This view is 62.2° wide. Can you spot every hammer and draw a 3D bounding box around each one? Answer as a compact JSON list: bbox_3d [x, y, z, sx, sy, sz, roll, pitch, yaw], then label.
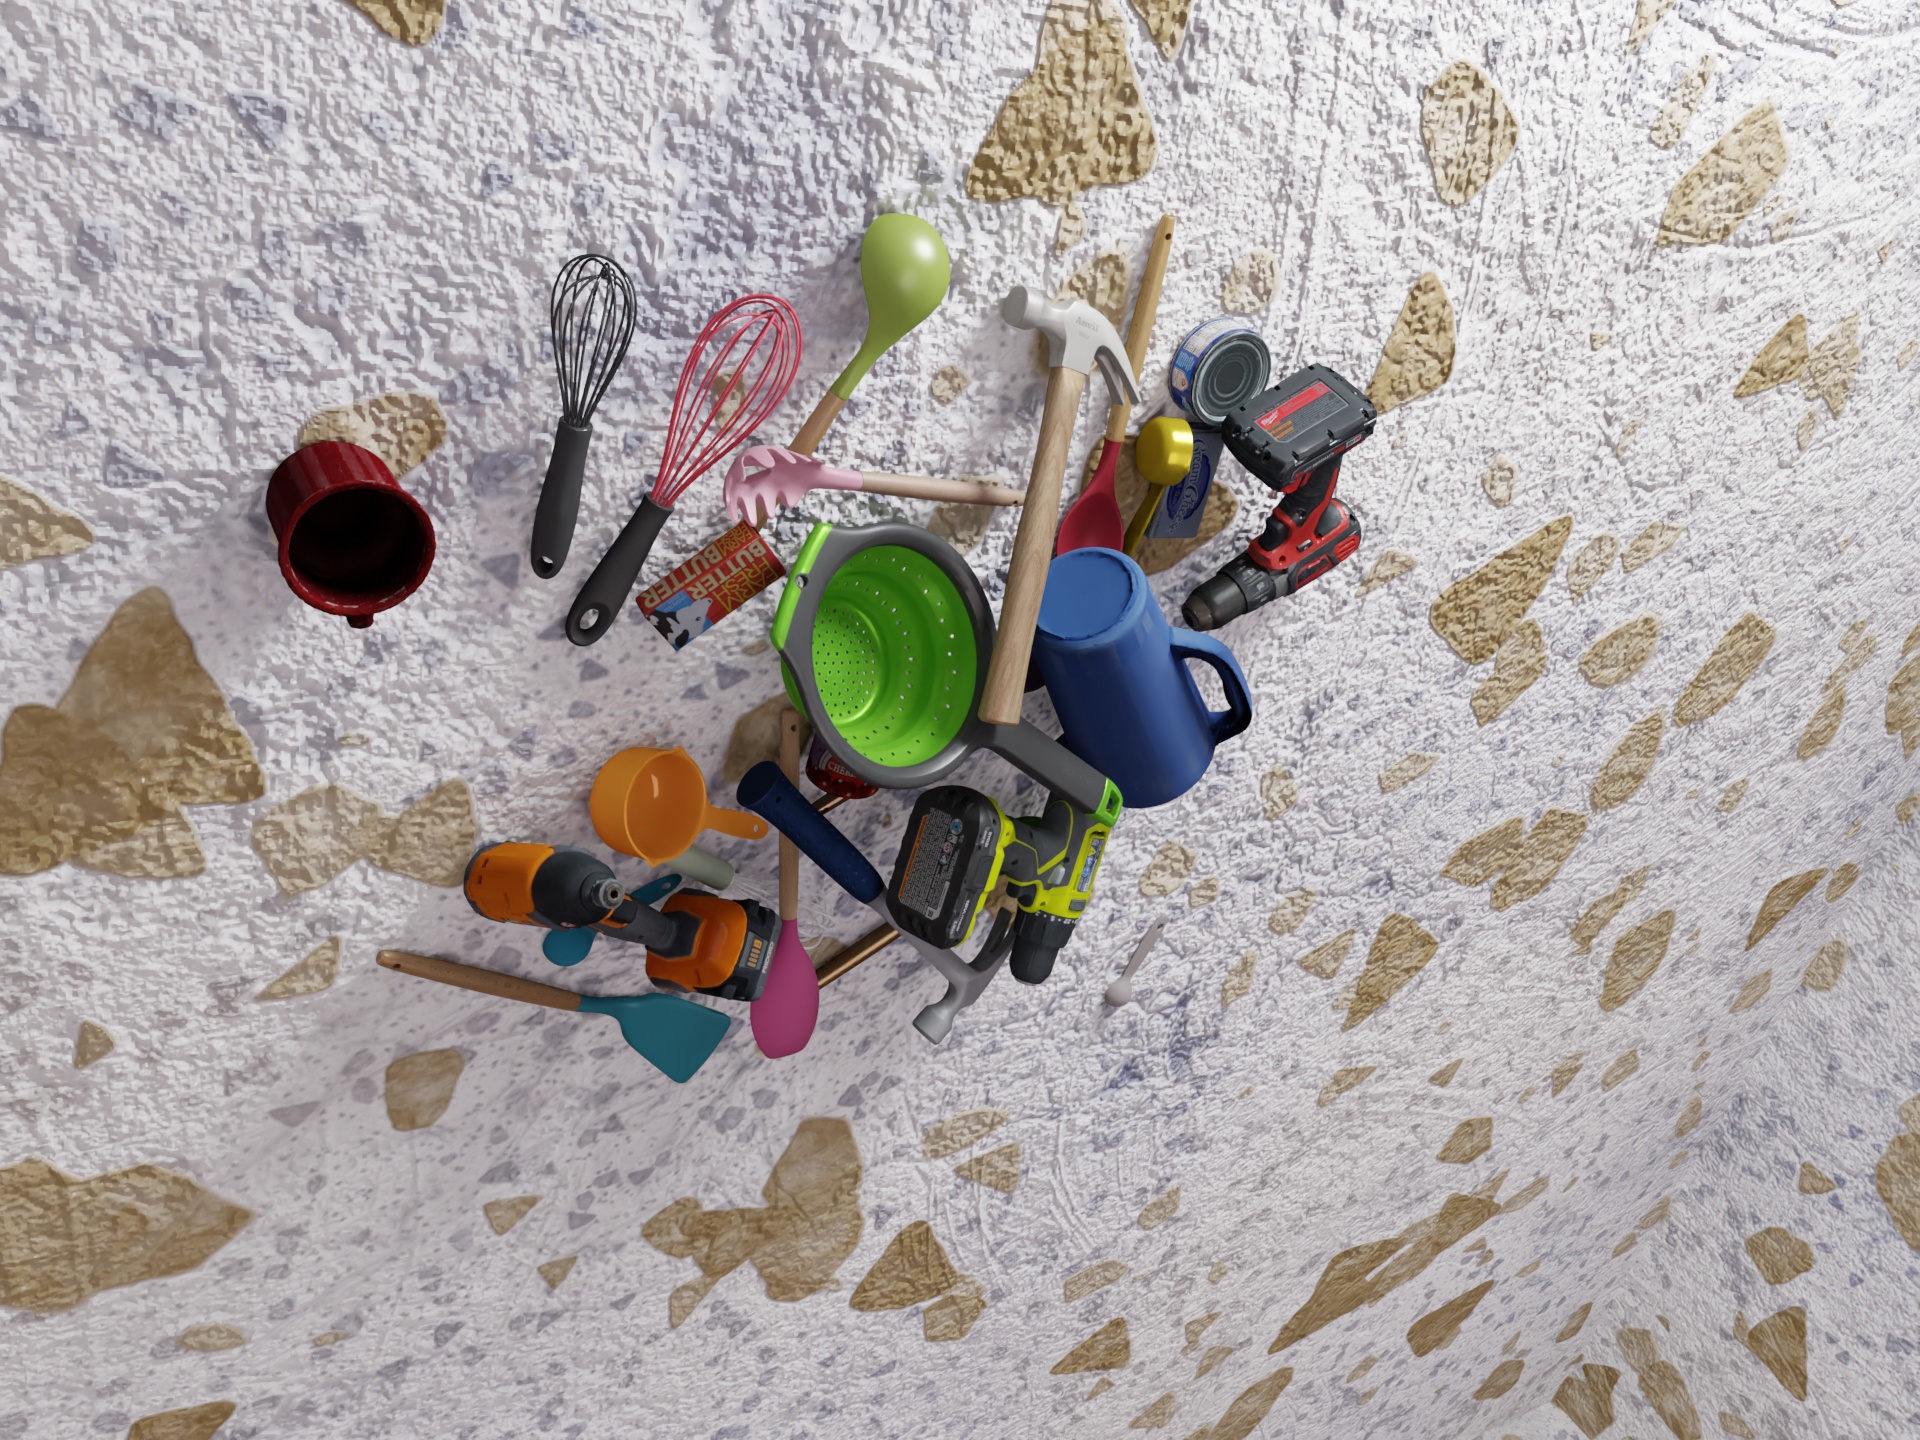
[{"bbox_3d":[0.063,-0.159,1.243,0.130,0.031,0.331,9,93,-37],"label":"hammer"},{"bbox_3d":[-0.069,0.150,1.398,0.144,0.035,0.405,-49,138,-9],"label":"hammer"}]

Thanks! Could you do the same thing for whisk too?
[{"bbox_3d":[-0.201,-0.170,1.118,0.073,0.073,0.295,18,116,-42],"label":"whisk"},{"bbox_3d":[-0.196,0.137,1.357,0.246,0.059,0.058,34,59,-41],"label":"whisk"},{"bbox_3d":[-0.261,-0.198,1.064,0.055,0.055,0.238,-2,127,-34],"label":"whisk"}]

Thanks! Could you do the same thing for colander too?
[{"bbox_3d":[-0.018,-0.010,1.289,0.396,0.094,0.205,35,65,-36],"label":"colander"}]

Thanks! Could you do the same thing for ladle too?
[{"bbox_3d":[0.131,-0.256,1.308,0.069,0.031,0.315,-5,122,-30],"label":"ladle"},{"bbox_3d":[-0.110,-0.223,1.160,0.078,0.062,0.320,10,123,-53],"label":"ladle"}]

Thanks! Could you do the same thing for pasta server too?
[{"bbox_3d":[-0.055,-0.172,1.195,0.316,0.040,0.060,-3,140,-47],"label":"pasta server"}]

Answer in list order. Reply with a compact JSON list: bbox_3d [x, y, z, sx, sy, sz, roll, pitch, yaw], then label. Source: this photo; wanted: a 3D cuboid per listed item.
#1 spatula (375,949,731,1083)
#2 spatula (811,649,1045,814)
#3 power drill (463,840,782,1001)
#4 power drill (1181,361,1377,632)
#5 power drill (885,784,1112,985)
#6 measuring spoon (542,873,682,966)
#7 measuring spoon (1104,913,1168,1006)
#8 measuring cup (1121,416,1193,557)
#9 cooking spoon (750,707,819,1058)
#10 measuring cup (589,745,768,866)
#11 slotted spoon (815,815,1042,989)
[{"bbox_3d":[-0.338,0.237,1.328,0.317,0.044,0.082,25,109,-42],"label":"spatula"},{"bbox_3d":[-0.002,-0.004,1.404,0.316,0.018,0.059,-34,134,-12],"label":"spatula"},{"bbox_3d":[-0.250,0.154,1.238,0.226,0.164,0.084,29,69,-41],"label":"power drill"},{"bbox_3d":[0.276,-0.183,1.406,0.188,0.080,0.226,-32,148,-13],"label":"power drill"},{"bbox_3d":[0.040,0.147,1.424,0.228,0.080,0.190,11,99,-52],"label":"power drill"},{"bbox_3d":[-0.287,0.167,1.328,0.128,0.021,0.042,-30,134,-14],"label":"measuring spoon"},{"bbox_3d":[0.198,0.266,1.741,0.034,0.018,0.124,14,112,-40],"label":"measuring spoon"},{"bbox_3d":[0.152,-0.190,1.360,0.029,0.062,0.156,5,129,-26],"label":"measuring cup"},{"bbox_3d":[-0.146,0.144,1.353,0.068,0.017,0.318,-9,110,-33],"label":"cooking spoon"},{"bbox_3d":[-0.225,0.073,1.276,0.173,0.052,0.095,22,78,-56],"label":"measuring cup"},{"bbox_3d":[-0.043,0.182,1.507,0.314,0.031,0.070,-34,134,-7],"label":"slotted spoon"}]
